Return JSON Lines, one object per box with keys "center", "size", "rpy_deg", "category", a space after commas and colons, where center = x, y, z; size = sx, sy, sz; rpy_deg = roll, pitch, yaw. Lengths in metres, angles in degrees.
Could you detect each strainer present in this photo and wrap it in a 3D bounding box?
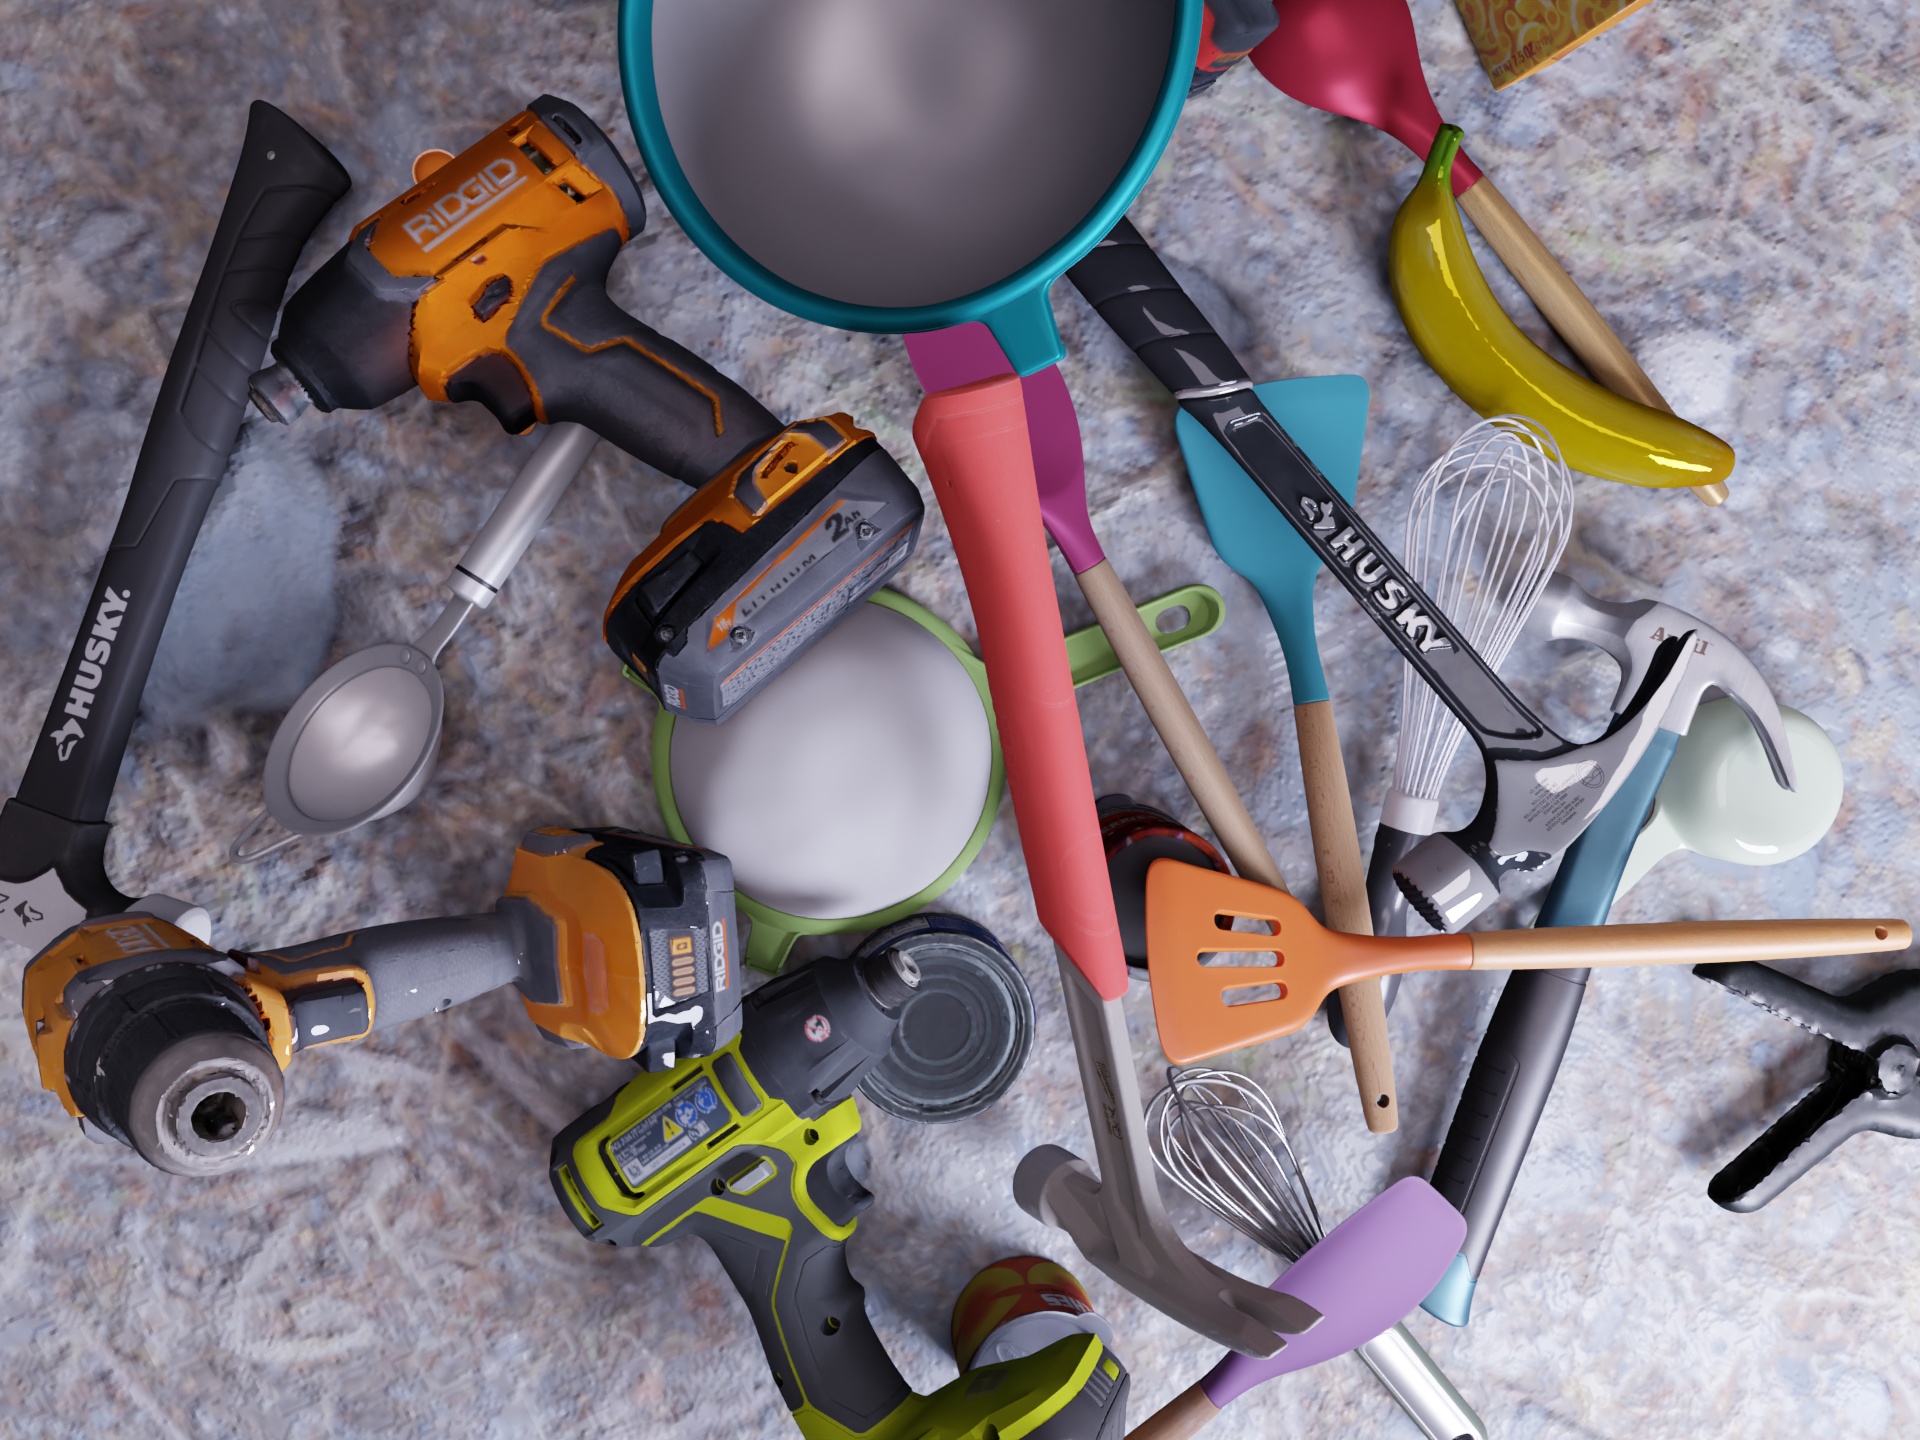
{"center": [-0.067, -0.271, 0.597], "size": [0.340, 0.095, 0.211], "rpy_deg": [24, 105, 14], "category": "strainer"}
{"center": [-0.001, -0.002, 0.652], "size": [0.256, 0.069, 0.151], "rpy_deg": [-22, 97, -7], "category": "strainer"}
{"center": [-0.199, -0.046, 0.640], "size": [0.087, 0.050, 0.258], "rpy_deg": [29, 84, 35], "category": "strainer"}

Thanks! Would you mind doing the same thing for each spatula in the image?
{"center": [0.153, 0.018, 0.670], "size": [0.082, 0.044, 0.317], "rpy_deg": [-9, 88, -2], "category": "spatula"}
{"center": [0.232, 0.092, 0.645], "size": [0.322, 0.041, 0.081], "rpy_deg": [-2, 76, -3], "category": "spatula"}
{"center": [0.091, 0.309, 0.690], "size": [0.316, 0.018, 0.059], "rpy_deg": [-42, 109, 8], "category": "spatula"}

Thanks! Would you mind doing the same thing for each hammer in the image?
{"center": [0.044, 0.055, 0.580], "size": [0.036, 0.149, 0.359], "rpy_deg": [-22, 110, -32], "category": "hammer"}
{"center": [0.260, 0.109, 0.702], "size": [0.128, 0.033, 0.331], "rpy_deg": [20, 97, 16], "category": "hammer"}
{"center": [0.118, -0.120, 0.634], "size": [0.149, 0.036, 0.409], "rpy_deg": [-39, 85, -2], "category": "hammer"}
{"center": [-0.315, -0.078, 0.616], "size": [0.146, 0.035, 0.335], "rpy_deg": [18, 88, 7], "category": "hammer"}

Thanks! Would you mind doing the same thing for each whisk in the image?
{"center": [0.163, 0.246, 0.708], "size": [0.058, 0.059, 0.246], "rpy_deg": [-37, 103, 9], "category": "whisk"}
{"center": [0.202, 0.008, 0.691], "size": [0.070, 0.070, 0.284], "rpy_deg": [12, 99, -8], "category": "whisk"}

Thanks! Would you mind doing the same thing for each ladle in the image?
{"center": [0.235, -0.211, 0.689], "size": [0.069, 0.031, 0.315], "rpy_deg": [-44, 100, -1], "category": "ladle"}

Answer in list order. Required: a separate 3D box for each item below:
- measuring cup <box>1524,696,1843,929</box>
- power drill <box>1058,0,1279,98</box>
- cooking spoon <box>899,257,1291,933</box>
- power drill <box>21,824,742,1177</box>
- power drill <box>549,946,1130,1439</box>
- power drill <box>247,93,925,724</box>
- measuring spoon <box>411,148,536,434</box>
{"center": [0.323, 0.056, 0.715], "size": [0.167, 0.038, 0.083], "rpy_deg": [-38, 98, -4], "category": "measuring cup"}
{"center": [0.116, -0.358, 0.571], "size": [0.226, 0.080, 0.188], "rpy_deg": [-30, 99, 37], "category": "power drill"}
{"center": [0.064, -0.041, 0.649], "size": [0.069, 0.017, 0.318], "rpy_deg": [-38, 103, -36], "category": "cooking spoon"}
{"center": [-0.189, 0.094, 0.548], "size": [0.226, 0.185, 0.084], "rpy_deg": [-7, 96, -35], "category": "power drill"}
{"center": [-0.040, 0.213, 0.624], "size": [0.171, 0.080, 0.223], "rpy_deg": [-37, 80, 13], "category": "power drill"}
{"center": [-0.142, -0.108, 0.593], "size": [0.164, 0.084, 0.226], "rpy_deg": [-42, 84, -16], "category": "power drill"}
{"center": [-0.196, -0.173, 0.647], "size": [0.021, 0.011, 0.117], "rpy_deg": [-19, 100, -12], "category": "measuring spoon"}
